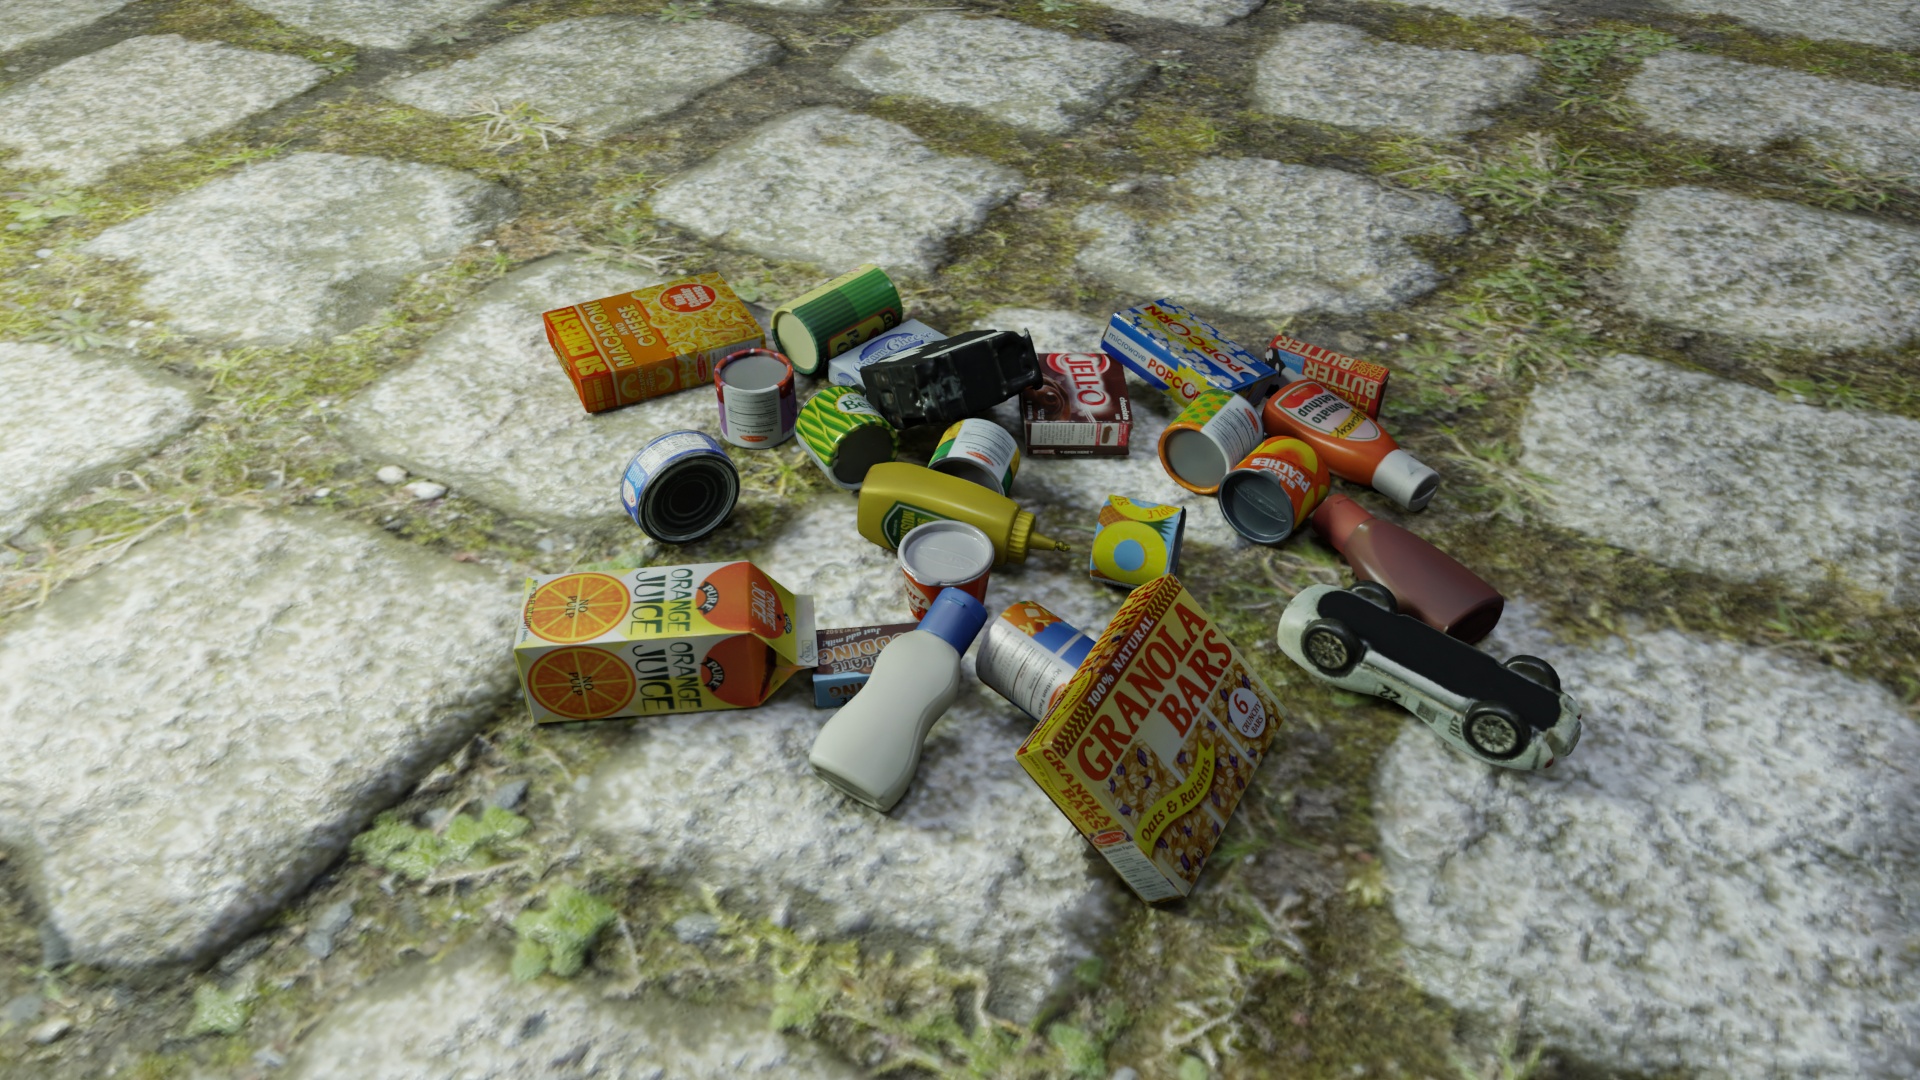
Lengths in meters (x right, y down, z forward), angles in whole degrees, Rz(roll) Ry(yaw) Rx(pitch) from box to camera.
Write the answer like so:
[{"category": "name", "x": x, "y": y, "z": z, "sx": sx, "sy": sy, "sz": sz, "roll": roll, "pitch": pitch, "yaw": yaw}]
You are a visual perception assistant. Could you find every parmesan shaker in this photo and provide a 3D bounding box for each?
[{"category": "parmesan shaker", "x": -0.112, "y": -0.198, "z": 1.250, "sx": 0.071, "sy": 0.071, "sz": 0.103, "roll": 32, "pitch": 51, "yaw": 31}]

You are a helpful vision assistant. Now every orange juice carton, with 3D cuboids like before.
[{"category": "orange juice carton", "x": -0.193, "y": 0.066, "z": 0.935, "sx": 0.193, "sy": 0.072, "sz": 0.072, "roll": -4, "pitch": 40, "yaw": -5}]

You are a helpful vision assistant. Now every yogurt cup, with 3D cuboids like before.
[{"category": "yogurt cup", "x": -0.010, "y": 0.026, "z": 0.996, "sx": 0.072, "sy": 0.053, "sz": 0.073, "roll": 0, "pitch": 41, "yaw": 0}]

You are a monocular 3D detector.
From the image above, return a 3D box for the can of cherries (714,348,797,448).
[{"category": "can of cherries", "x": -0.171, "y": -0.121, "z": 1.163, "sx": 0.071, "sy": 0.058, "sz": 0.072, "roll": 0, "pitch": 41, "yaw": 0}]

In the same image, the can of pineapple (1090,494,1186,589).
[{"category": "can of pineapple", "x": 0.130, "y": 0.001, "z": 1.014, "sx": 0.058, "sy": 0.070, "sz": 0.071, "roll": 12, "pitch": 42, "yaw": 13}]

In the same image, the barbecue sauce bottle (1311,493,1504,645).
[{"category": "barbecue sauce bottle", "x": 0.319, "y": 0.019, "z": 1.014, "sx": 0.065, "sy": 0.043, "sz": 0.149, "roll": -21, "pitch": 44, "yaw": -23}]

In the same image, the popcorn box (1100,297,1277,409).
[{"category": "popcorn box", "x": 0.194, "y": -0.156, "z": 1.190, "sx": 0.127, "sy": 0.038, "sz": 0.085, "roll": 40, "pitch": 39, "yaw": 25}]

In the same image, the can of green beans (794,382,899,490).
[{"category": "can of green beans", "x": -0.091, "y": -0.082, "z": 1.112, "sx": 0.071, "sy": 0.071, "sz": 0.058, "roll": -22, "pitch": 46, "yaw": -24}]

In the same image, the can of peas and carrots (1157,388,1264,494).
[{"category": "can of peas and carrots", "x": 0.198, "y": -0.078, "z": 1.111, "sx": 0.071, "sy": 0.070, "sz": 0.059, "roll": 25, "pitch": 47, "yaw": 26}]

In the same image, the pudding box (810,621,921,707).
[{"category": "pudding box", "x": -0.060, "y": 0.085, "z": 0.946, "sx": 0.084, "sy": 0.030, "sz": 0.050, "roll": -4, "pitch": 42, "yaw": -5}]

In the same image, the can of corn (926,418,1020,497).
[{"category": "can of corn", "x": 0.007, "y": -0.051, "z": 1.078, "sx": 0.071, "sy": 0.070, "sz": 0.058, "roll": 10, "pitch": 38, "yaw": 11}]

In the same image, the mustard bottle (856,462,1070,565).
[{"category": "mustard bottle", "x": 0.004, "y": -0.013, "z": 1.036, "sx": 0.160, "sy": 0.065, "sz": 0.049, "roll": 13, "pitch": 42, "yaw": 9}]

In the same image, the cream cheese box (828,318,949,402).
[{"category": "cream cheese box", "x": -0.062, "y": -0.160, "z": 1.234, "sx": 0.104, "sy": 0.024, "sz": 0.053, "roll": -33, "pitch": 49, "yaw": -32}]

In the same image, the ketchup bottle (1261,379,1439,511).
[{"category": "ketchup bottle", "x": 0.317, "y": -0.076, "z": 1.124, "sx": 0.065, "sy": 0.043, "sz": 0.149, "roll": -27, "pitch": 48, "yaw": -25}]

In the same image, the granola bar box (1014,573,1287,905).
[{"category": "granola bar box", "x": 0.121, "y": 0.118, "z": 0.850, "sx": 0.124, "sy": 0.039, "sz": 0.166, "roll": 49, "pitch": 49, "yaw": -8}]

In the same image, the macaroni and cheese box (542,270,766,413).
[{"category": "macaroni and cheese box", "x": -0.273, "y": -0.179, "z": 1.245, "sx": 0.167, "sy": 0.040, "sz": 0.124, "roll": -19, "pitch": 44, "yaw": -21}]

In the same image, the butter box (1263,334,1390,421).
[{"category": "butter box", "x": 0.310, "y": -0.135, "z": 1.184, "sx": 0.103, "sy": 0.052, "sz": 0.024, "roll": 23, "pitch": 48, "yaw": 24}]

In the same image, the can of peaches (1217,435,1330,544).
[{"category": "can of peaches", "x": 0.241, "y": -0.040, "z": 1.062, "sx": 0.071, "sy": 0.070, "sz": 0.058, "roll": 29, "pitch": 47, "yaw": 29}]

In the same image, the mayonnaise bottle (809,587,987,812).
[{"category": "mayonnaise bottle", "x": -0.034, "y": 0.098, "z": 0.893, "sx": 0.065, "sy": 0.041, "sz": 0.149, "roll": 26, "pitch": 63, "yaw": 16}]

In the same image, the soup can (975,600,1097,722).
[{"category": "soup can", "x": 0.063, "y": 0.087, "z": 0.919, "sx": 0.072, "sy": 0.071, "sz": 0.084, "roll": -33, "pitch": 50, "yaw": -32}]
